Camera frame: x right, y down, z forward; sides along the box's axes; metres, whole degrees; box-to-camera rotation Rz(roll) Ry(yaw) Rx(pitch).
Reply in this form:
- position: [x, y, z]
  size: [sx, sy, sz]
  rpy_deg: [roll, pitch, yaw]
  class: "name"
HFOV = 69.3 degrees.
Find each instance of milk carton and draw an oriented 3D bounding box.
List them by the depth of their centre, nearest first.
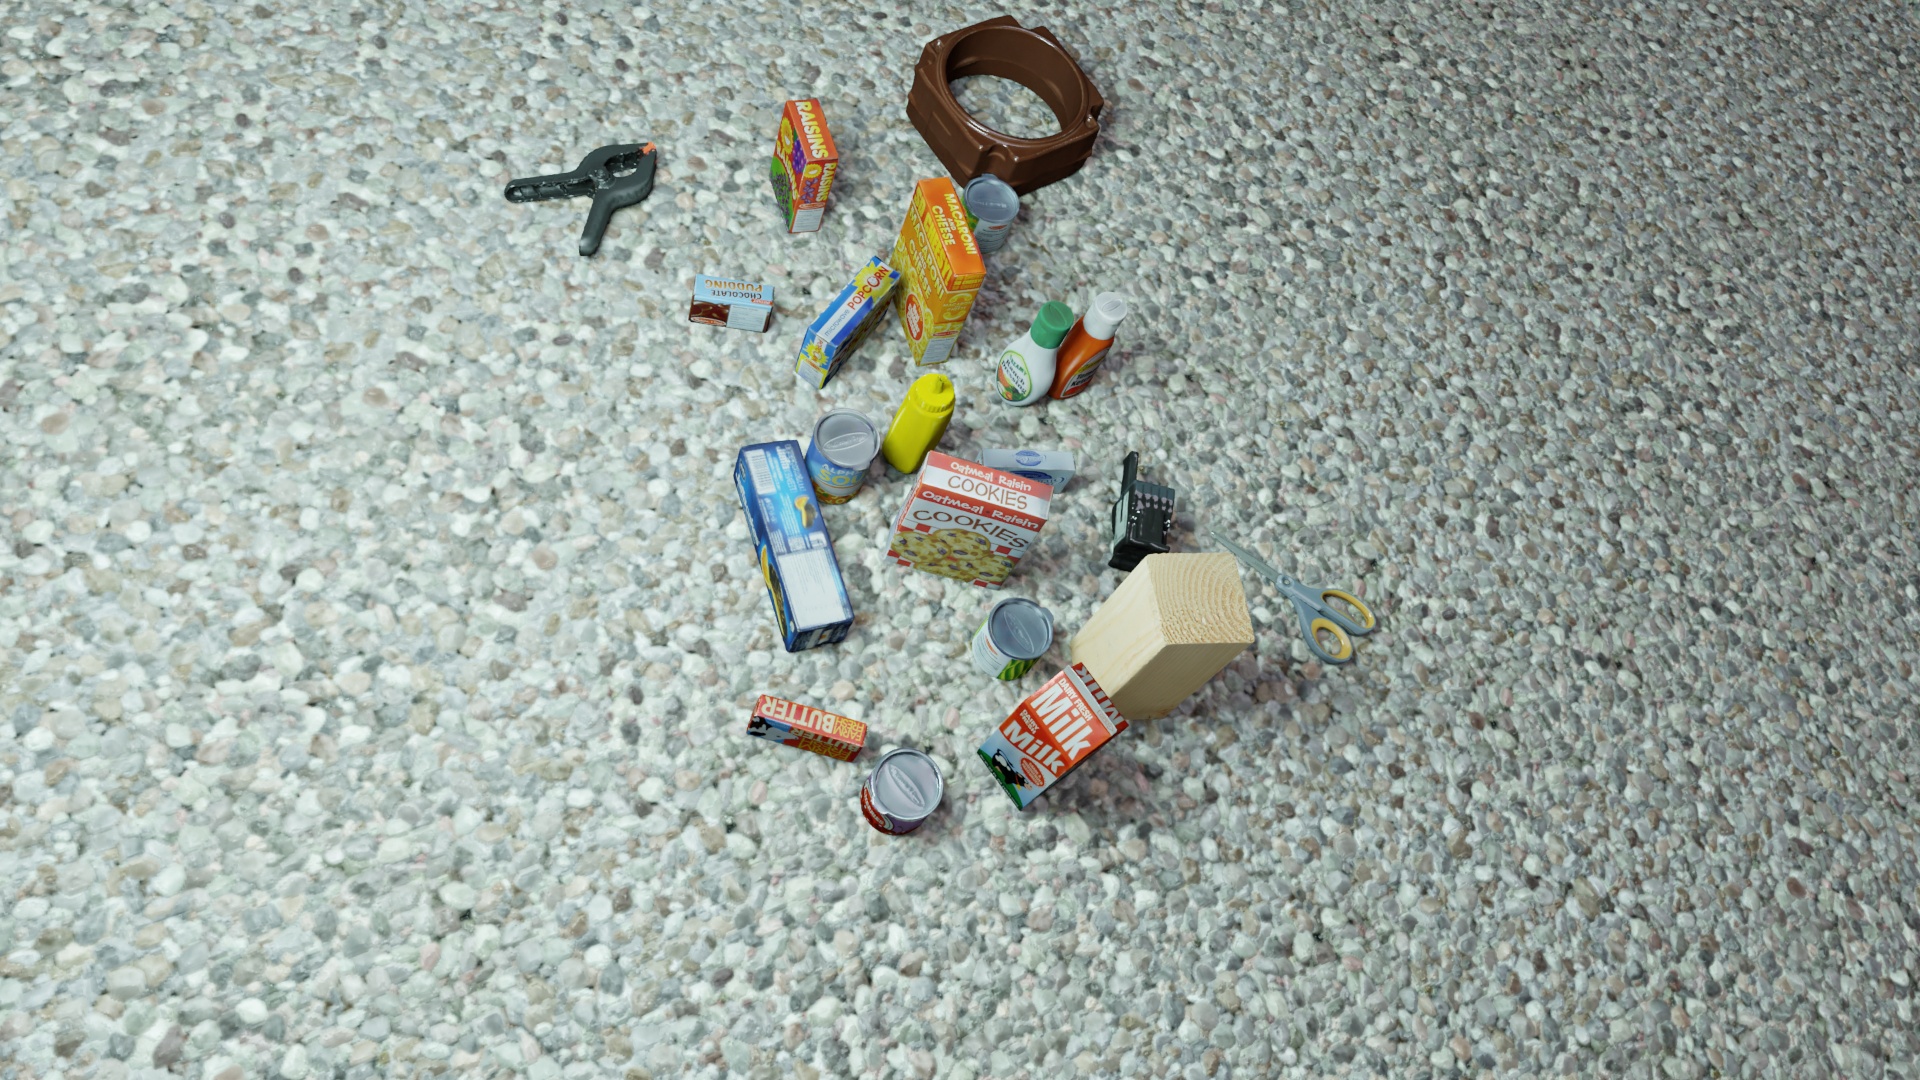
- position: [0.087, 0.173, 1.253]
  size: [0.074, 0.189, 0.072]
  rpy_deg: [-31, 76, -28]
  class: "milk carton"

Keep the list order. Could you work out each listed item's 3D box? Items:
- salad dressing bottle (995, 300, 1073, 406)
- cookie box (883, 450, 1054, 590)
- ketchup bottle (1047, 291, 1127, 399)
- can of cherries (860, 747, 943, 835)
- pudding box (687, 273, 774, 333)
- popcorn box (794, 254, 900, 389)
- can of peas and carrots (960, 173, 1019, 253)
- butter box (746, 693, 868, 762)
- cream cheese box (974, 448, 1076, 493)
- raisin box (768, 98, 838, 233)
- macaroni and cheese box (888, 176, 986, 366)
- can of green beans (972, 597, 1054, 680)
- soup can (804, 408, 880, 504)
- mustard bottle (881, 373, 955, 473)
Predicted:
- position: [0.079, -0.197, 1.467]
  size: [0.044, 0.147, 0.064]
  rpy_deg: [-27, 74, -27]
  class: "salad dressing bottle"
- position: [0.005, -0.017, 1.340]
  size: [0.123, 0.166, 0.040]
  rpy_deg: [16, 61, -9]
  class: "cookie box"
- position: [0.136, -0.210, 1.491]
  size: [0.065, 0.148, 0.043]
  rpy_deg: [-31, 76, -28]
  class: "ketchup bottle"
- position: [-0.056, 0.229, 1.257]
  size: [0.071, 0.058, 0.072]
  rpy_deg: [7, 62, -13]
  class: "can of cherries"
- position: [-0.240, -0.248, 1.453]
  size: [0.084, 0.049, 0.030]
  rpy_deg: [6, 62, -14]
  class: "pudding box"
- position: [-0.119, -0.228, 1.459]
  size: [0.038, 0.084, 0.127]
  rpy_deg: [35, 59, 2]
  class: "popcorn box"
- position: [0.028, -0.375, 1.595]
  size: [0.071, 0.058, 0.071]
  rpy_deg: [7, 62, -13]
  class: "can of peas and carrots"
- position: [-0.140, 0.171, 1.265]
  size: [0.103, 0.053, 0.024]
  rpy_deg: [17, 60, -8]
  class: "butter box"
- position: [0.064, -0.072, 1.453]
  size: [0.104, 0.053, 0.024]
  rpy_deg: [1, 64, -16]
  class: "cream cheese box"
- position: [-0.171, -0.406, 1.513]
  size: [0.040, 0.122, 0.086]
  rpy_deg: [-10, 67, -21]
  class: "raisin box"
- position: [-0.029, -0.282, 1.467]
  size: [0.040, 0.165, 0.124]
  rpy_deg: [-11, 68, -22]
  class: "macaroni and cheese box"
- position: [0.050, 0.097, 1.358]
  size: [0.071, 0.057, 0.071]
  rpy_deg: [7, 62, -13]
  class: "can of green beans"
- position: [-0.120, -0.080, 1.383]
  size: [0.071, 0.083, 0.071]
  rpy_deg: [7, 62, -13]
  class: "soup can"
- position: [-0.036, -0.126, 1.388]
  size: [0.049, 0.159, 0.065]
  rpy_deg: [37, 59, 3]
  class: "mustard bottle"
